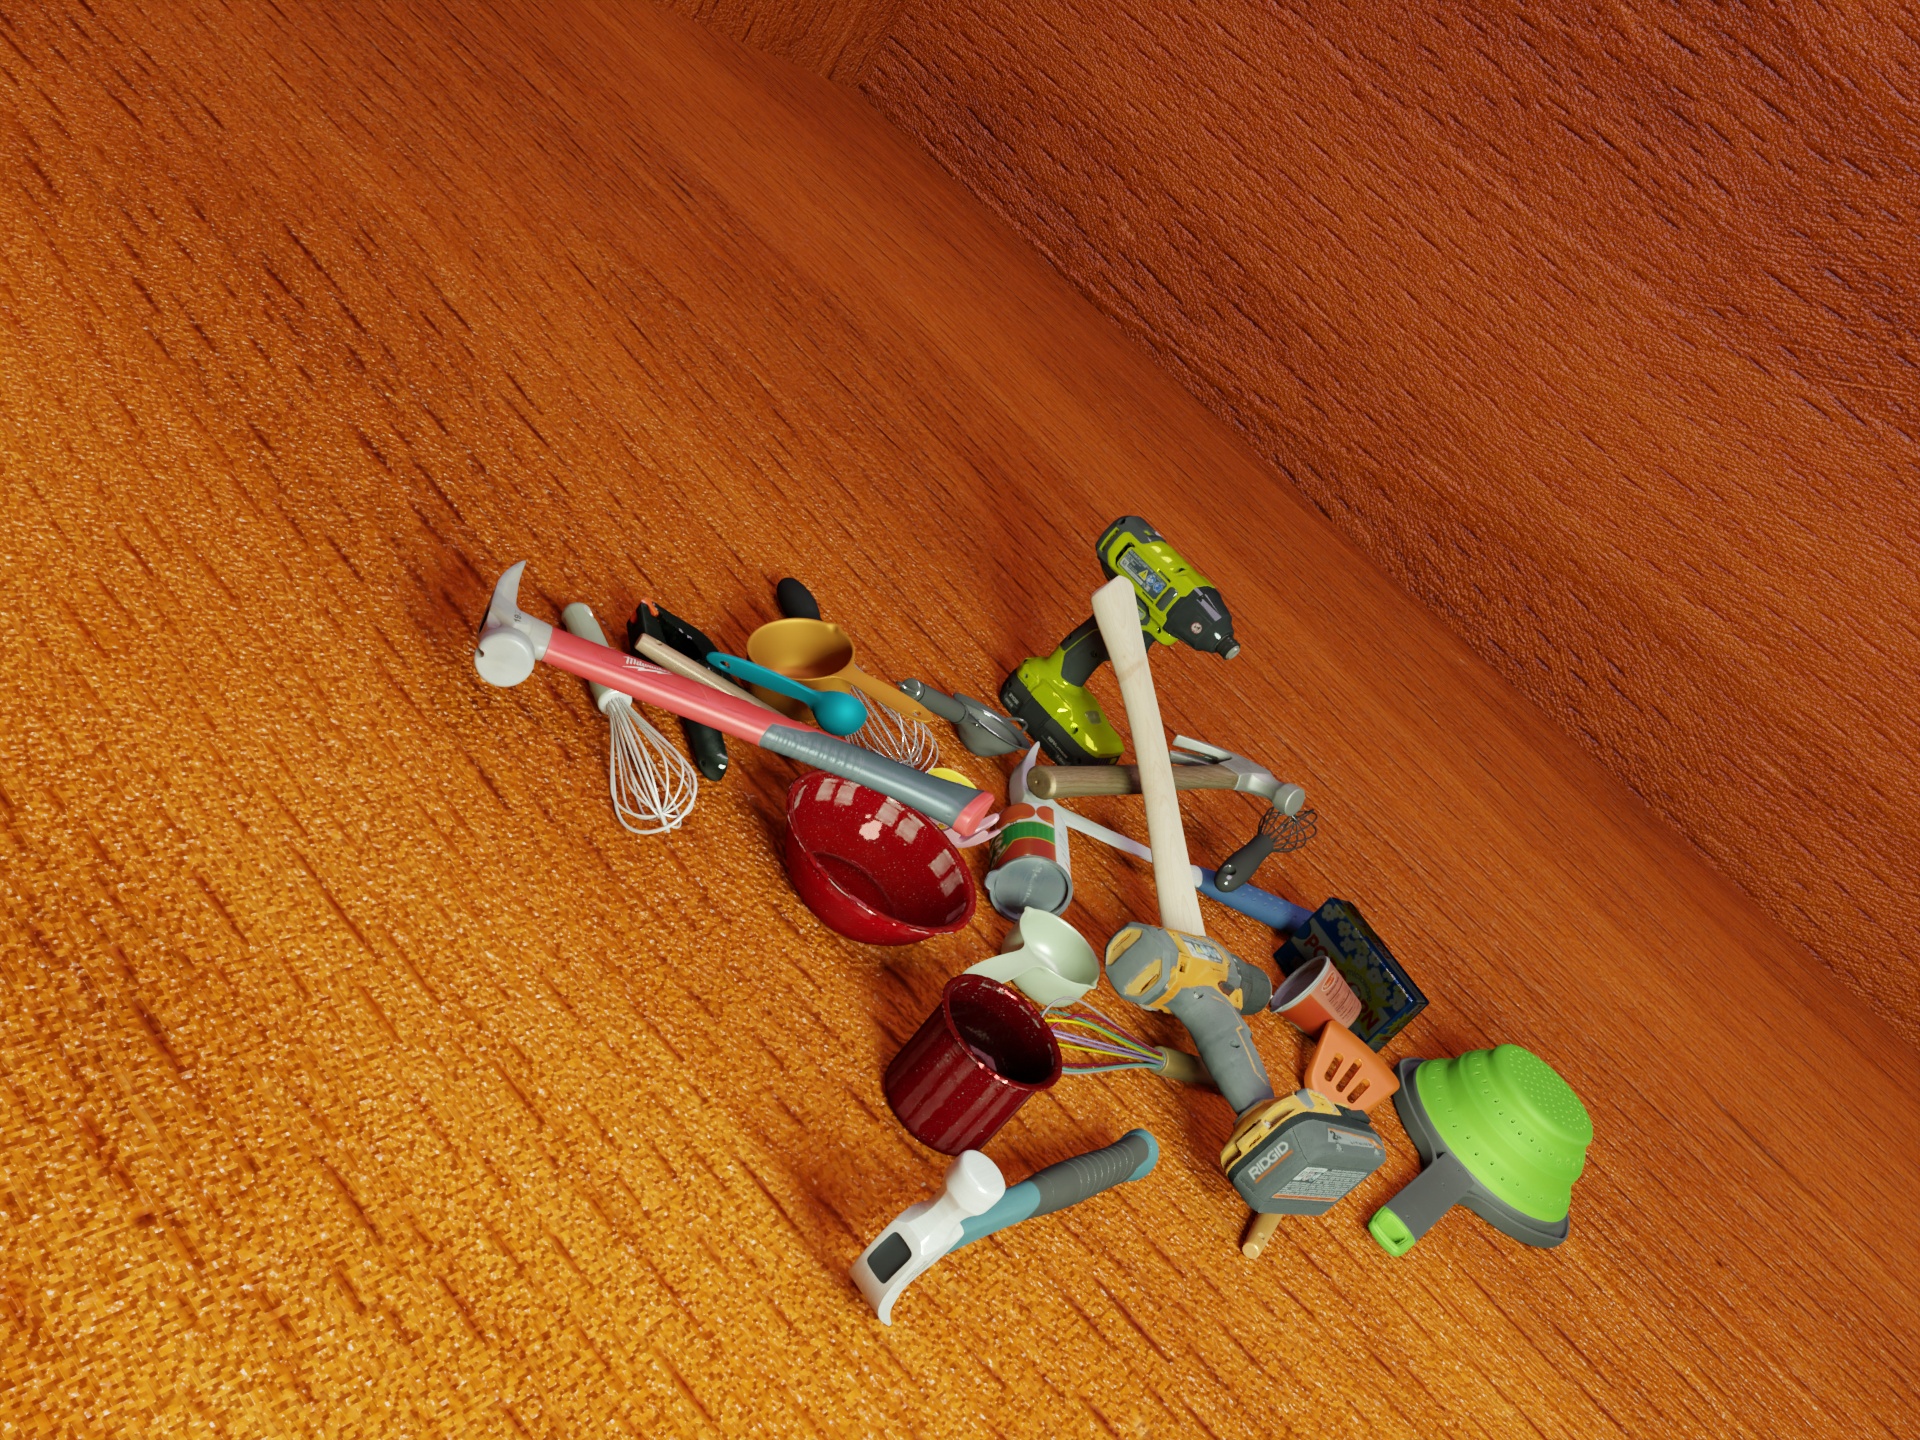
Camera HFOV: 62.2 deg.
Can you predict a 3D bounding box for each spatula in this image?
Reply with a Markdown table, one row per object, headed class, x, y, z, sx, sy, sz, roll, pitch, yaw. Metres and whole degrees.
| class | x | y | z | sx | sy | sz | roll | pitch | yaw |
| --- | --- | --- | --- | --- | --- | --- | --- | --- | --- |
| spatula | 0.276 | 0.331 | 1.249 | 0.081 | 0.041 | 0.322 | 44 | 26 | 10 |

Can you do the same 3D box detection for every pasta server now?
| class | x | y | z | sx | sy | sz | roll | pitch | yaw |
| --- | --- | --- | --- | --- | --- | --- | --- | --- | --- |
| pasta server | -0.106 | 0.016 | 1.214 | 0.316 | 0.040 | 0.060 | 32 | 23 | -19 |

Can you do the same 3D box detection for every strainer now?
| class | x | y | z | sx | sy | sz | roll | pitch | yaw |
| --- | --- | --- | --- | --- | --- | --- | --- | --- | --- |
| strainer | -0.002 | -0.004 | 1.389 | 0.087 | 0.050 | 0.258 | 40 | 6 | 24 |

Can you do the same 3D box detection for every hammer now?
| class | x | y | z | sx | sy | sz | roll | pitch | yaw |
| --- | --- | --- | --- | --- | --- | --- | --- | --- | --- |
| hammer | 0.181 | 0.053 | 1.491 | 0.331 | 0.031 | 0.130 | 1 | 23 | -45 |
| hammer | 0.213 | 0.139 | 1.500 | 0.405 | 0.035 | 0.144 | 25 | 28 | -26 |
| hammer | 0.180 | 0.060 | 1.406 | 0.146 | 0.038 | 0.411 | 14 | 57 | -40 |
| hammer | -0.152 | -0.006 | 1.138 | 0.386 | 0.038 | 0.143 | 22 | 21 | -20 |
| hammer | 0.044 | 0.285 | 0.952 | 0.033 | 0.128 | 0.330 | 50 | 18 | 23 |

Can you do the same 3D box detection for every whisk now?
| class | x | y | z | sx | sy | sz | roll | pitch | yaw |
| --- | --- | --- | --- | --- | --- | --- | --- | --- | --- |
| whisk | -0.099 | -0.040 | 1.369 | 0.070 | 0.070 | 0.285 | 15 | 29 | -41 |
| whisk | -0.244 | -0.007 | 1.133 | 0.247 | 0.059 | 0.057 | 56 | -7 | 41 |
| whisk | 0.295 | 0.123 | 1.543 | 0.055 | 0.055 | 0.239 | 44 | 30 | 12 |
| whisk | 0.137 | 0.252 | 1.197 | 0.244 | 0.047 | 0.051 | 22 | 28 | -37 |

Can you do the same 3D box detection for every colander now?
| class | x | y | z | sx | sy | sz | roll | pitch | yaw |
| --- | --- | --- | --- | --- | --- | --- | --- | --- | --- |
| colander | 0.450 | 0.364 | 1.362 | 0.205 | 0.094 | 0.397 | 49 | 27 | 22 |

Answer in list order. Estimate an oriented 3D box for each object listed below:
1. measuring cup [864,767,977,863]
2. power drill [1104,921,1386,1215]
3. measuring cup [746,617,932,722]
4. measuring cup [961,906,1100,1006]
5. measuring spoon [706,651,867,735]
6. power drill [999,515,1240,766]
| class | x | y | z | sx | sy | sz | roll | pitch | yaw |
| --- | --- | --- | --- | --- | --- | --- | --- | --- | --- |
| measuring cup | -0.036 | 0.086 | 1.280 | 0.062 | 0.029 | 0.156 | 45 | 37 | 9 |
| power drill | 0.220 | 0.255 | 1.195 | 0.185 | 0.084 | 0.226 | 22 | 28 | -47 |
| measuring cup | -0.097 | -0.021 | 1.279 | 0.174 | 0.052 | 0.095 | 28 | 41 | 22 |
| measuring cup | 0.041 | 0.189 | 1.184 | 0.083 | 0.038 | 0.167 | 49 | 29 | 21 |
| measuring spoon | -0.131 | -0.018 | 1.183 | 0.128 | 0.042 | 0.021 | 23 | 52 | -12 |
| power drill | 0.155 | -0.062 | 1.539 | 0.171 | 0.223 | 0.080 | 49 | 27 | 22 |
